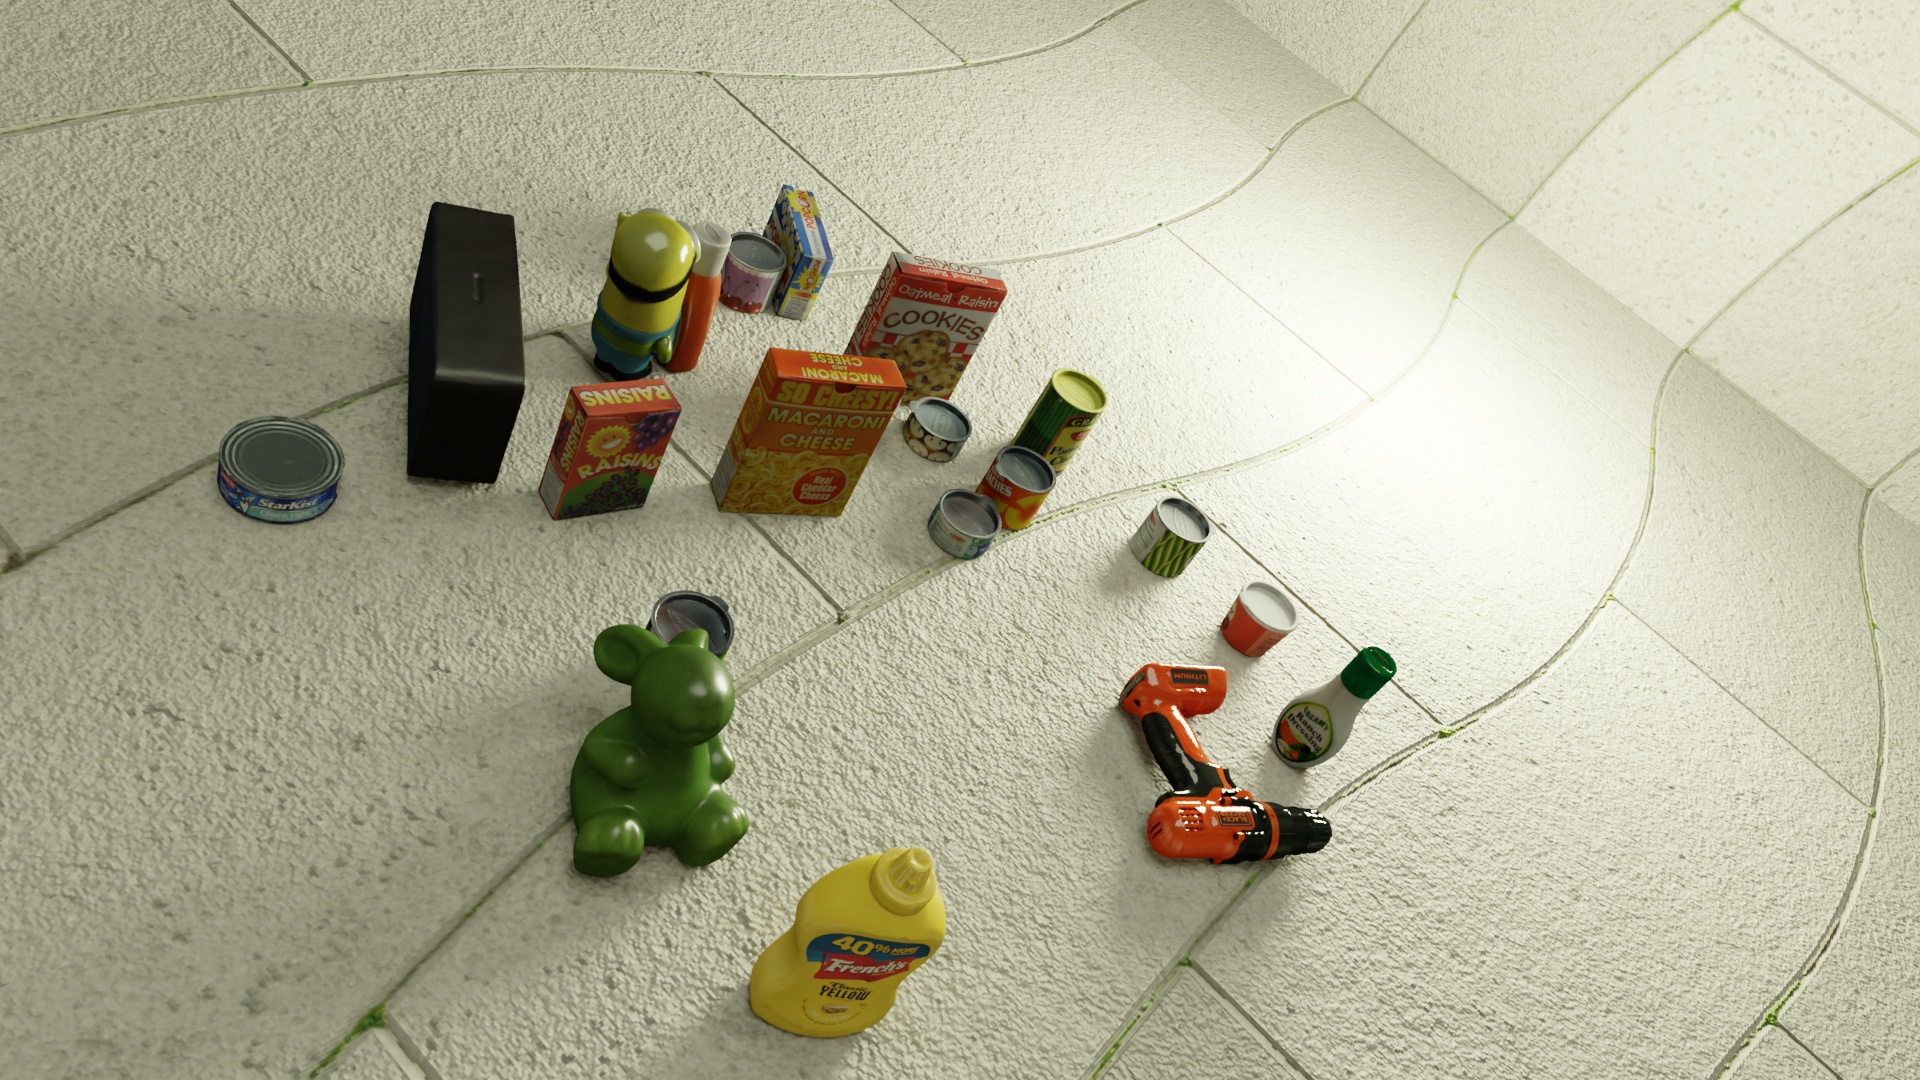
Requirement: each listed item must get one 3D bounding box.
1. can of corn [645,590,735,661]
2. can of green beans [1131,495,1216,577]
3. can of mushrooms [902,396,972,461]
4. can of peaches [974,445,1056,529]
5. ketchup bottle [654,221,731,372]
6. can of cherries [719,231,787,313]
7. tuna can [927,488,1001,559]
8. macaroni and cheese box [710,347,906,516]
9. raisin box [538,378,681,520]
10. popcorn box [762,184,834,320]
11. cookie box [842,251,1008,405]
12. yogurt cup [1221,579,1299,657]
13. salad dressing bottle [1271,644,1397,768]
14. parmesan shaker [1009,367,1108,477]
[{"bbox_3d":[-0.215,0.081,1.086,0.071,0.058,0.071,18,41,-16],"label":"can of corn"},{"bbox_3d":[0.220,-0.004,1.454,0.071,0.057,0.071,18,41,-16],"label":"can of green beans"},{"bbox_3d":[-0.026,-0.116,1.433,0.071,0.033,0.071,18,41,-16],"label":"can of mushrooms"},{"bbox_3d":[0.053,-0.053,1.398,0.071,0.057,0.071,18,41,-16],"label":"can of peaches"},{"bbox_3d":[-0.256,-0.233,1.318,0.044,0.148,0.065,-11,55,-40],"label":"ketchup bottle"},{"bbox_3d":[-0.225,-0.283,1.461,0.071,0.058,0.072,18,41,-16],"label":"can of cherries"},{"bbox_3d":[0.005,-0.017,1.350,0.071,0.032,0.071,18,41,-16],"label":"tuna can"},{"bbox_3d":[-0.136,-0.092,1.232,0.124,0.165,0.040,2,48,-32],"label":"macaroni and cheese box"},{"bbox_3d":[-0.291,-0.075,1.150,0.086,0.122,0.040,-10,55,-39],"label":"raisin box"},{"bbox_3d":[-0.179,-0.311,1.499,0.038,0.084,0.127,6,45,-28],"label":"popcorn box"},{"bbox_3d":[-0.042,-0.210,1.417,0.123,0.166,0.040,3,47,-30],"label":"cookie box"},{"bbox_3d":[0.303,0.082,1.420,0.072,0.053,0.073,18,41,-16],"label":"yogurt cup"},{"bbox_3d":[0.349,0.155,1.299,0.044,0.146,0.064,-16,59,-43],"label":"salad dressing bottle"},{"bbox_3d":[0.105,-0.123,1.470,0.071,0.102,0.072,18,41,-16],"label":"parmesan shaker"}]
